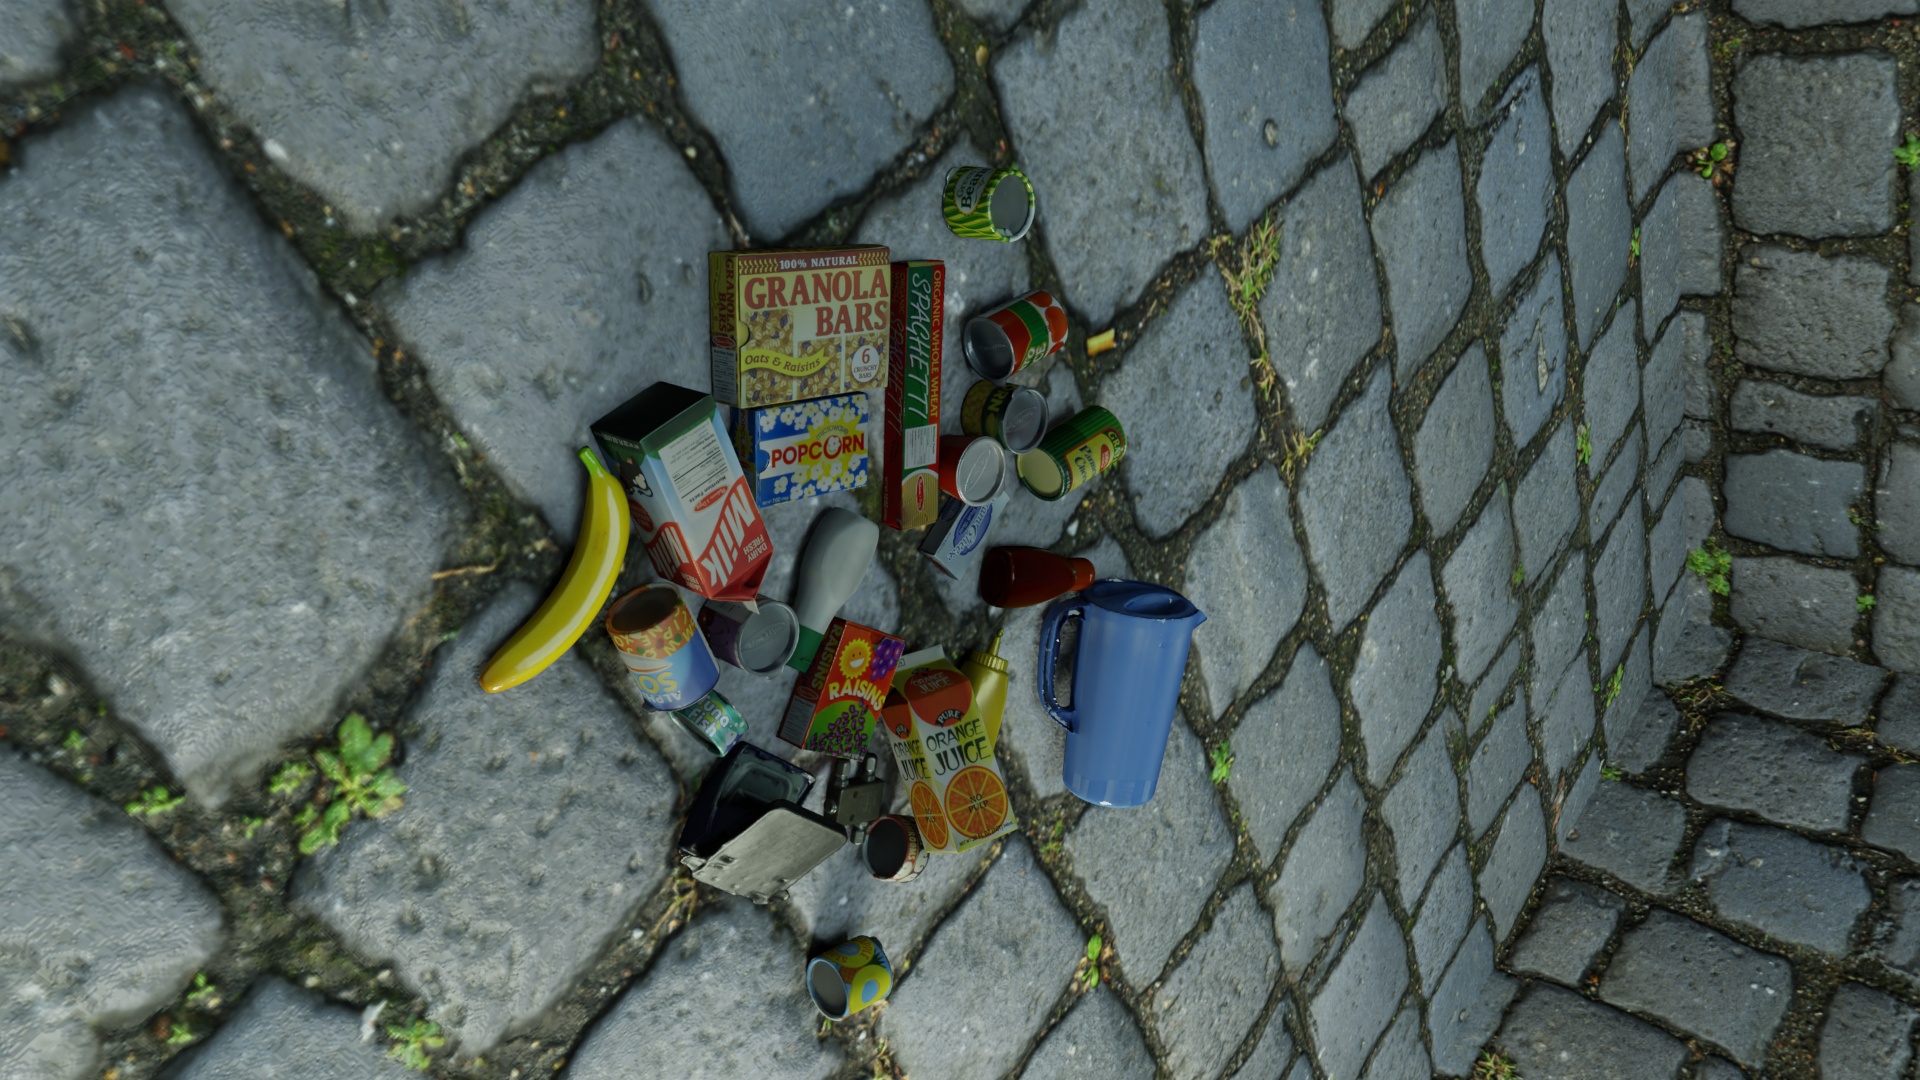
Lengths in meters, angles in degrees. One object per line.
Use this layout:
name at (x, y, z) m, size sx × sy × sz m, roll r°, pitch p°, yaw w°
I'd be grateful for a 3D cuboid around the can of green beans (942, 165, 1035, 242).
can of green beans at (0.027, -0.310, 1.280) m, size 0.071 × 0.058 × 0.071 m, roll -18°, pitch 115°, yaw -43°

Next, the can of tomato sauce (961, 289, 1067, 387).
can of tomato sauce at (0.054, -0.197, 1.341) m, size 0.083 × 0.071 × 0.071 m, roll -33°, pitch 125°, yaw -37°

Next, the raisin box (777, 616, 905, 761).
raisin box at (-0.110, 0.137, 1.295) m, size 0.086 × 0.040 × 0.123 m, roll 24°, pitch 84°, yaw -48°

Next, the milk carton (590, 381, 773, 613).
milk carton at (-0.212, -0.023, 1.106) m, size 0.074 × 0.072 × 0.189 m, roll -40°, pitch 128°, yaw -32°

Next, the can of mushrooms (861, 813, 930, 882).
can of mushrooms at (-0.063, 0.304, 1.378) m, size 0.033 × 0.071 × 0.071 m, roll 20°, pitch 88°, yaw -47°

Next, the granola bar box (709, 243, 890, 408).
granola bar box at (-0.131, -0.183, 1.166) m, size 0.166 × 0.039 × 0.123 m, roll -15°, pitch 113°, yaw -44°

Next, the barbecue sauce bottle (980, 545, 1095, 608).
barbecue sauce bottle at (0.085, 0.037, 1.471) m, size 0.149 × 0.044 × 0.064 m, roll -1°, pitch 103°, yaw -48°

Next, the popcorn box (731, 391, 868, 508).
popcorn box at (-0.136, -0.081, 1.194) m, size 0.127 × 0.038 × 0.085 m, roll -15°, pitch 115°, yaw -44°

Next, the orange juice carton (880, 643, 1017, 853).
orange juice carton at (-0.018, 0.200, 1.349) m, size 0.072 × 0.073 × 0.192 m, roll -16°, pitch 86°, yaw -29°

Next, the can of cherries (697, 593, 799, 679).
can of cherries at (-0.181, 0.079, 1.183) m, size 0.072 × 0.058 × 0.071 m, roll -19°, pitch 116°, yaw -44°

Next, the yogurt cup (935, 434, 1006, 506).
yogurt cup at (0.003, -0.071, 1.337) m, size 0.073 × 0.054 × 0.072 m, roll -18°, pitch 116°, yaw -43°

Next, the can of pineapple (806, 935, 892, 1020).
can of pineapple at (-0.110, 0.430, 1.371) m, size 0.058 × 0.071 × 0.070 m, roll -13°, pitch 112°, yaw -44°

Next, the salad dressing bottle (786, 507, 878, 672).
salad dressing bottle at (-0.124, 0.045, 1.247) m, size 0.064 × 0.044 × 0.148 m, roll 33°, pitch 79°, yaw -49°

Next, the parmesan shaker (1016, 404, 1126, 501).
parmesan shaker at (0.115, -0.088, 1.446) m, size 0.103 × 0.071 × 0.071 m, roll -34°, pitch 126°, yaw -35°

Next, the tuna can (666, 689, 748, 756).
tuna can at (-0.212, 0.148, 1.163) m, size 0.033 × 0.071 × 0.070 m, roll -50°, pitch 134°, yaw -23°

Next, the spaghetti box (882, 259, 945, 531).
spaghetti box at (-0.043, -0.135, 1.284) m, size 0.050 × 0.029 × 0.249 m, roll -15°, pitch 113°, yaw -44°

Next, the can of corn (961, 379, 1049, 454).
can of corn at (0.043, -0.124, 1.359) m, size 0.071 × 0.058 × 0.071 m, roll -18°, pitch 116°, yaw -43°

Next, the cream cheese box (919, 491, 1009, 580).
cream cheese box at (0.005, -0.017, 1.380) m, size 0.104 × 0.024 × 0.053 m, roll -59°, pitch 138°, yaw -15°

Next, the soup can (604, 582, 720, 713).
soup can at (-0.241, 0.087, 1.115) m, size 0.072 × 0.071 × 0.083 m, roll -42°, pitch 129°, yaw -31°

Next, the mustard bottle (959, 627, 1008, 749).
mustard bottle at (0.016, 0.165, 1.433) m, size 0.065 × 0.049 × 0.160 m, roll 23°, pitch 85°, yaw -43°
